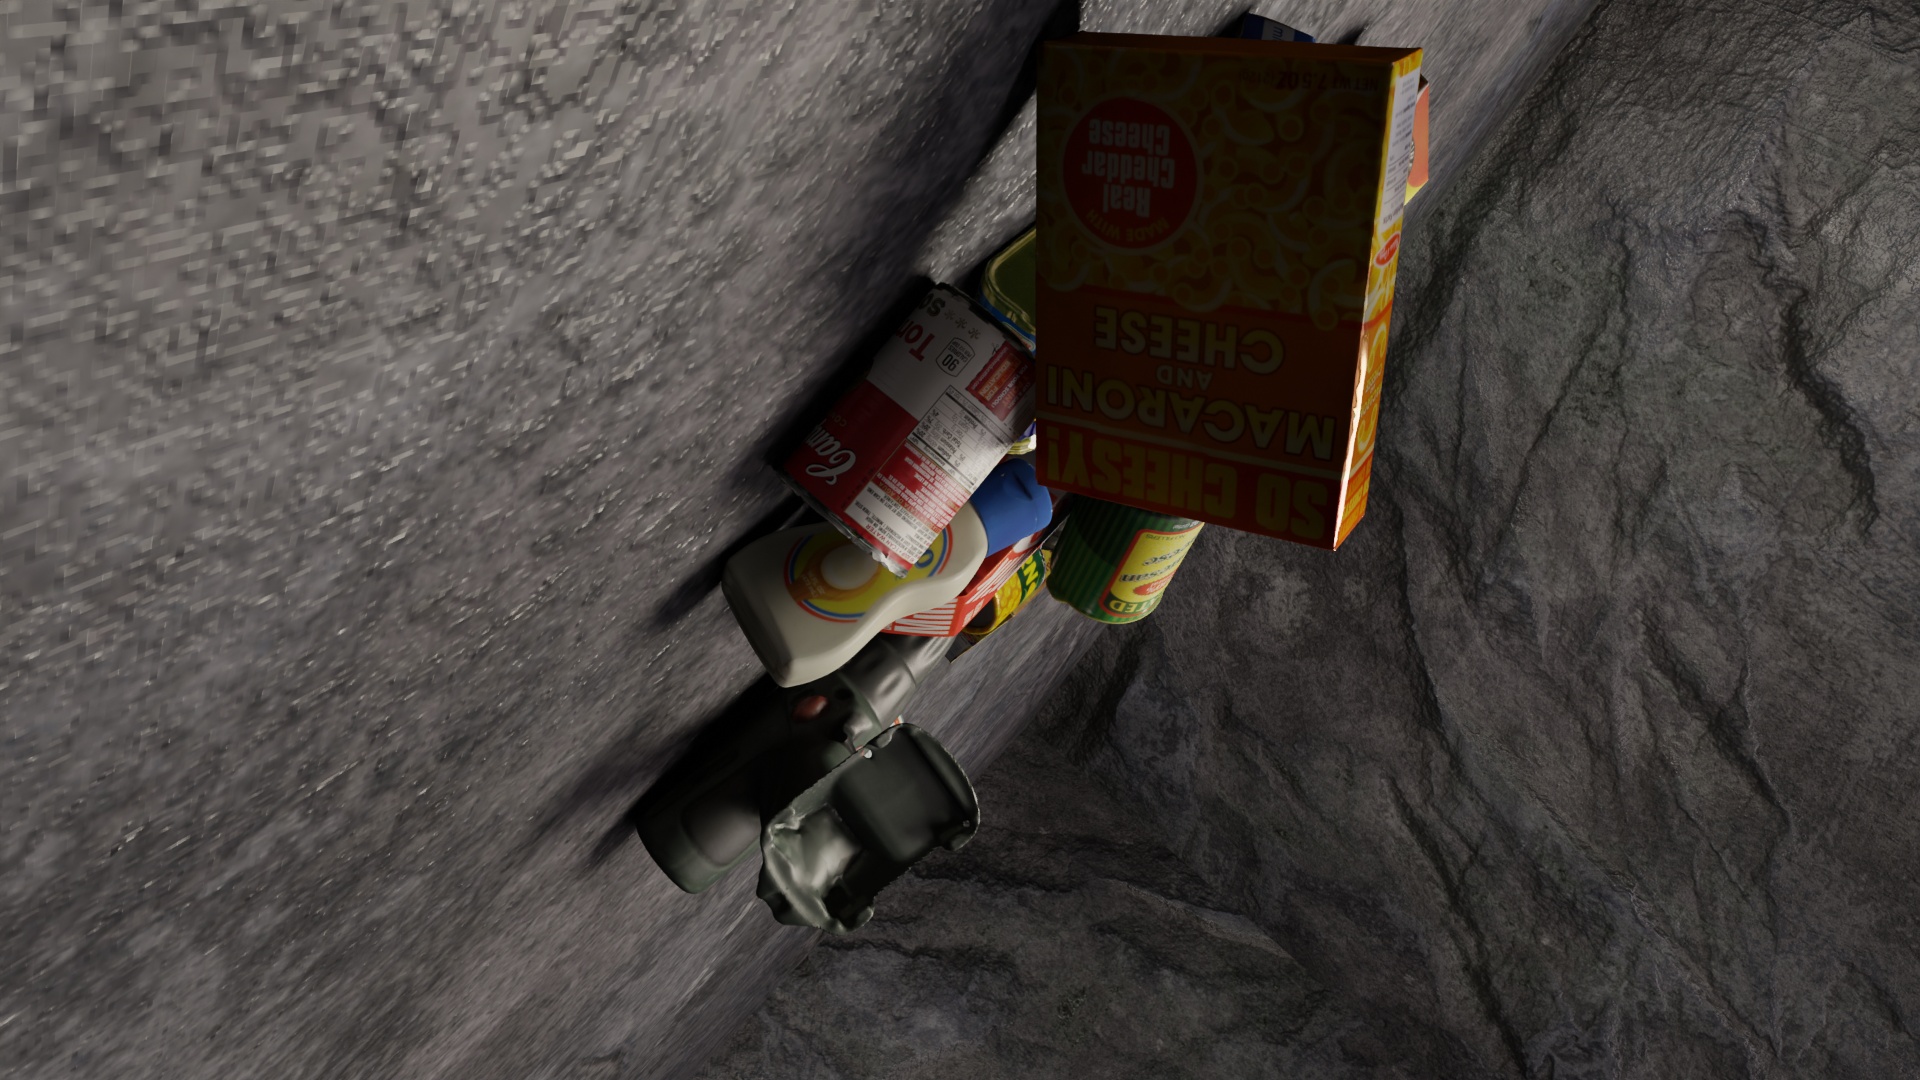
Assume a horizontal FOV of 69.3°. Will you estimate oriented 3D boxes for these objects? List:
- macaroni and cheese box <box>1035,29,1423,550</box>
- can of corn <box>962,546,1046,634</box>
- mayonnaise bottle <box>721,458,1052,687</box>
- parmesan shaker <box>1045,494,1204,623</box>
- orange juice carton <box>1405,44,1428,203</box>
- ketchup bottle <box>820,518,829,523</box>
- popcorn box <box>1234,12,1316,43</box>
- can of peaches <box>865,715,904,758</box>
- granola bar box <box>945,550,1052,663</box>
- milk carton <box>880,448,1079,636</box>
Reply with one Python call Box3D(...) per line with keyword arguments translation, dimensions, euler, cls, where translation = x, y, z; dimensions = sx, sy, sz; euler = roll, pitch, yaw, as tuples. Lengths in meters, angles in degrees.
Box3D(translation=(0.089, -0.090, 0.494), dimensions=(0.040, 0.124, 0.165), euler=(-37, 134, -50), cls="macaroni and cheese box")
Box3D(translation=(0.018, 0.022, 0.966), dimensions=(0.058, 0.071, 0.070), euler=(-41, 167, -39), cls="can of corn")
Box3D(translation=(-0.028, 0.007, 0.618), dimensions=(0.148, 0.065, 0.041), euler=(-26, 163, -24), cls="mayonnaise bottle")
Box3D(translation=(0.090, -0.008, 0.738), dimensions=(0.071, 0.071, 0.102), euler=(-43, 165, -32), cls="parmesan shaker")
Box3D(translation=(0.237, -0.237, 0.877), dimensions=(0.193, 0.073, 0.071), euler=(-45, 139, -27), cls="orange juice carton")
Box3D(translation=(-0.033, -0.013, 0.677), dimensions=(0.149, 0.043, 0.064), euler=(-47, 170, -15), cls="ketchup bottle")
Box3D(translation=(0.129, -0.175, 0.658), dimensions=(0.084, 0.038, 0.127), euler=(117, -10, -57), cls="popcorn box")
Box3D(translation=(-0.083, 0.144, 0.988), dimensions=(0.071, 0.071, 0.058), euler=(-55, 169, 30), cls="can of peaches")
Box3D(translation=(0.054, 0.019, 1.137), dimensions=(0.166, 0.039, 0.123), euler=(-43, -179, -33), cls="granola bar box")
Box3D(translation=(0.009, -0.017, 0.759), dimensions=(0.191, 0.073, 0.072), euler=(-46, 169, -19), cls="milk carton")
